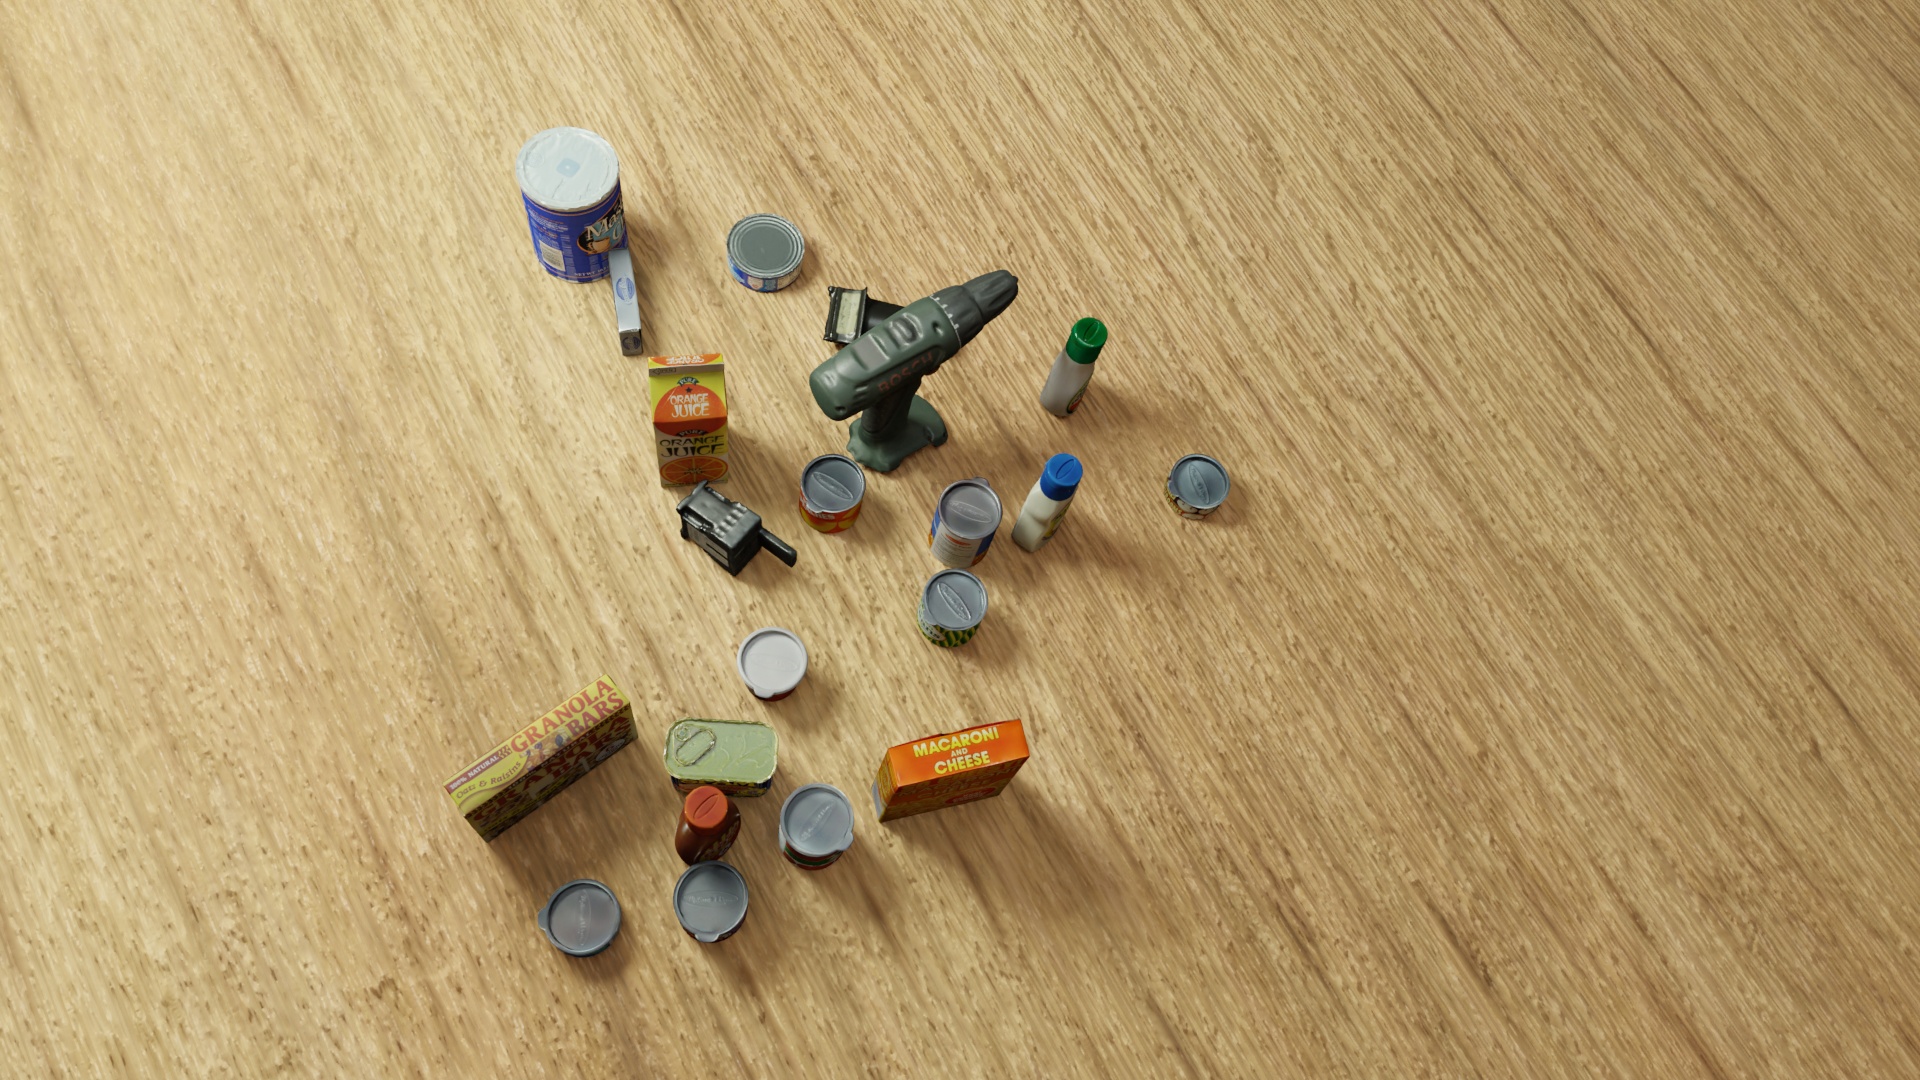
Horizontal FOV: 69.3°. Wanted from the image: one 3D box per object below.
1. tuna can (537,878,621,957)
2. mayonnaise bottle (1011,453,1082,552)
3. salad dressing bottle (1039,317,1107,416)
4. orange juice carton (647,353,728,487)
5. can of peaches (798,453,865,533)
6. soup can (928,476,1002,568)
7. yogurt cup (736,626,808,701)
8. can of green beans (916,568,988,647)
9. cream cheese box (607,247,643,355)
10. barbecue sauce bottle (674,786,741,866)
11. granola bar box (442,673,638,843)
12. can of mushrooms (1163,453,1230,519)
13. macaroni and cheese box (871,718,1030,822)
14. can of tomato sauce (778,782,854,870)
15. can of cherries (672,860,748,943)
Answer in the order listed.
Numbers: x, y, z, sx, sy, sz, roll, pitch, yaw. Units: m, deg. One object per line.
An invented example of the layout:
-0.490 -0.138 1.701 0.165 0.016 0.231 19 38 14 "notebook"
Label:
-0.341 0.340 1.246 0.071 0.032 0.071 3 67 -8 "tuna can"
0.091 -0.041 1.417 0.041 0.147 0.065 39 67 8 "mayonnaise bottle"
0.122 -0.185 1.484 0.044 0.147 0.064 32 66 5 "salad dressing bottle"
-0.267 -0.126 1.370 0.072 0.192 0.073 -5 68 -11 "orange juice carton"
-0.134 -0.046 1.431 0.071 0.057 0.071 3 67 -8 "can of peaches"
0.005 -0.018 1.428 0.071 0.083 0.071 3 67 -8 "soup can"
-0.184 0.124 1.353 0.072 0.053 0.072 3 67 -8 "yogurt cup"
-0.009 0.069 1.403 0.071 0.057 0.071 3 67 -8 "can of green beans"
-0.358 -0.255 1.486 0.024 0.053 0.104 -8 69 -12 "cream cheese box"
-0.226 0.252 1.239 0.044 0.148 0.065 42 67 9 "barbecue sauce bottle"
-0.374 0.196 1.252 0.166 0.123 0.039 -35 77 -21 "granola bar box"
0.255 -0.058 1.514 0.071 0.033 0.071 3 67 -8 "can of mushrooms"
-0.013 0.213 1.281 0.124 0.165 0.040 -11 70 -13 "macaroni and cheese box"
-0.133 0.267 1.284 0.071 0.082 0.071 3 67 -8 "can of tomato sauce"
-0.226 0.330 1.255 0.071 0.058 0.072 3 67 -8 "can of cherries"
